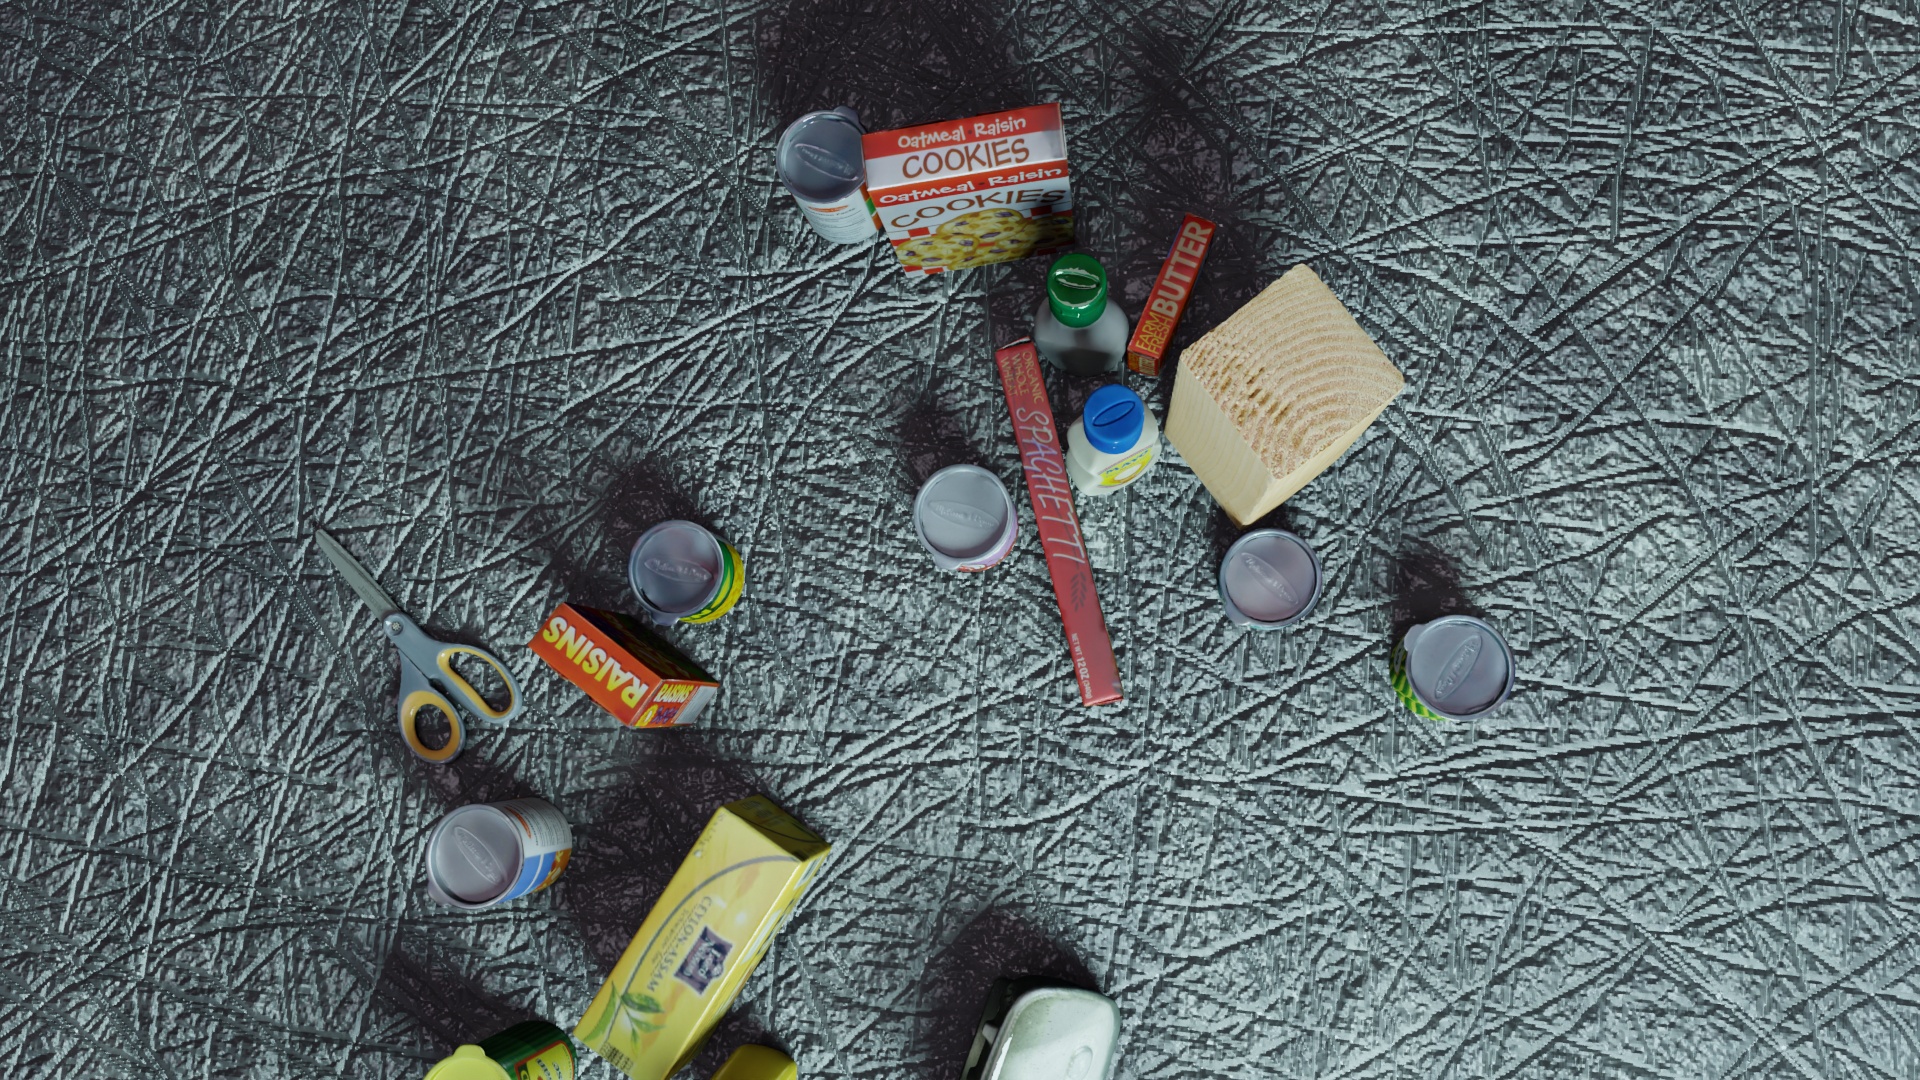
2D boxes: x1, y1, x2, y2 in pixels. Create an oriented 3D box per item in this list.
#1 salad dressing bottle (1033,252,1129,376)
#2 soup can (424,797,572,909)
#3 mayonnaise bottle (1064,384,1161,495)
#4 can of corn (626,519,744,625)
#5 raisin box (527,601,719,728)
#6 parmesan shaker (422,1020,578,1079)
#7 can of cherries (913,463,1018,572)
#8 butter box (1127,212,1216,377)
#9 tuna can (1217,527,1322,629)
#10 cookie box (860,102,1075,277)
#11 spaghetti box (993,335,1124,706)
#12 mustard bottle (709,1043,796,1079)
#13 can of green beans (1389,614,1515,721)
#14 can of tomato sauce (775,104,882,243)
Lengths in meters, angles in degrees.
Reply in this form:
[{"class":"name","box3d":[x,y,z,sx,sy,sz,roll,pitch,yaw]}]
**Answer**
[{"class":"salad dressing bottle","box3d":[0.077,-0.145,0.899,0.064,0.147,0.044,12,84,8]},{"class":"soup can","box3d":[-0.307,0.207,0.922,0.071,0.083,0.071,-1,82,6]},{"class":"mayonnaise bottle","box3d":[0.097,-0.065,0.886,0.065,0.148,0.041,-28,81,2]},{"class":"can of corn","box3d":[-0.187,0.025,0.949,0.071,0.058,0.071,-1,82,6]},{"class":"raisin box","box3d":[-0.218,0.083,0.910,0.086,0.123,0.040,37,88,9]},{"class":"parmesan shaker","box3d":[-0.294,0.349,0.891,0.071,0.103,0.071,-1,82,6]},{"class":"can of cherries","box3d":[0.003,-0.012,0.934,0.071,0.058,0.071,-1,82,6]},{"class":"butter box","box3d":[0.143,-0.165,0.943,0.024,0.053,0.103,23,85,9]},{"class":"tuna can","box3d":[0.202,0.028,0.920,0.071,0.033,0.071,-1,82,6]},{"class":"cookie box","box3d":[0.010,-0.226,0.908,0.123,0.167,0.040,-8,82,5]},{"class":"spaghetti box","box3d":[0.066,-0.012,0.931,0.029,0.050,0.250,-14,81,4]},{"class":"mustard bottle","box3d":[-0.140,0.354,0.845,0.049,0.160,0.065,16,85,8]},{"class":"can of green beans","box3d":[0.313,0.082,0.888,0.071,0.058,0.071,-1,82,6]},{"class":"can of tomato sauce","box3d":[-0.086,-0.253,0.965,0.071,0.083,0.071,-1,82,6]}]
